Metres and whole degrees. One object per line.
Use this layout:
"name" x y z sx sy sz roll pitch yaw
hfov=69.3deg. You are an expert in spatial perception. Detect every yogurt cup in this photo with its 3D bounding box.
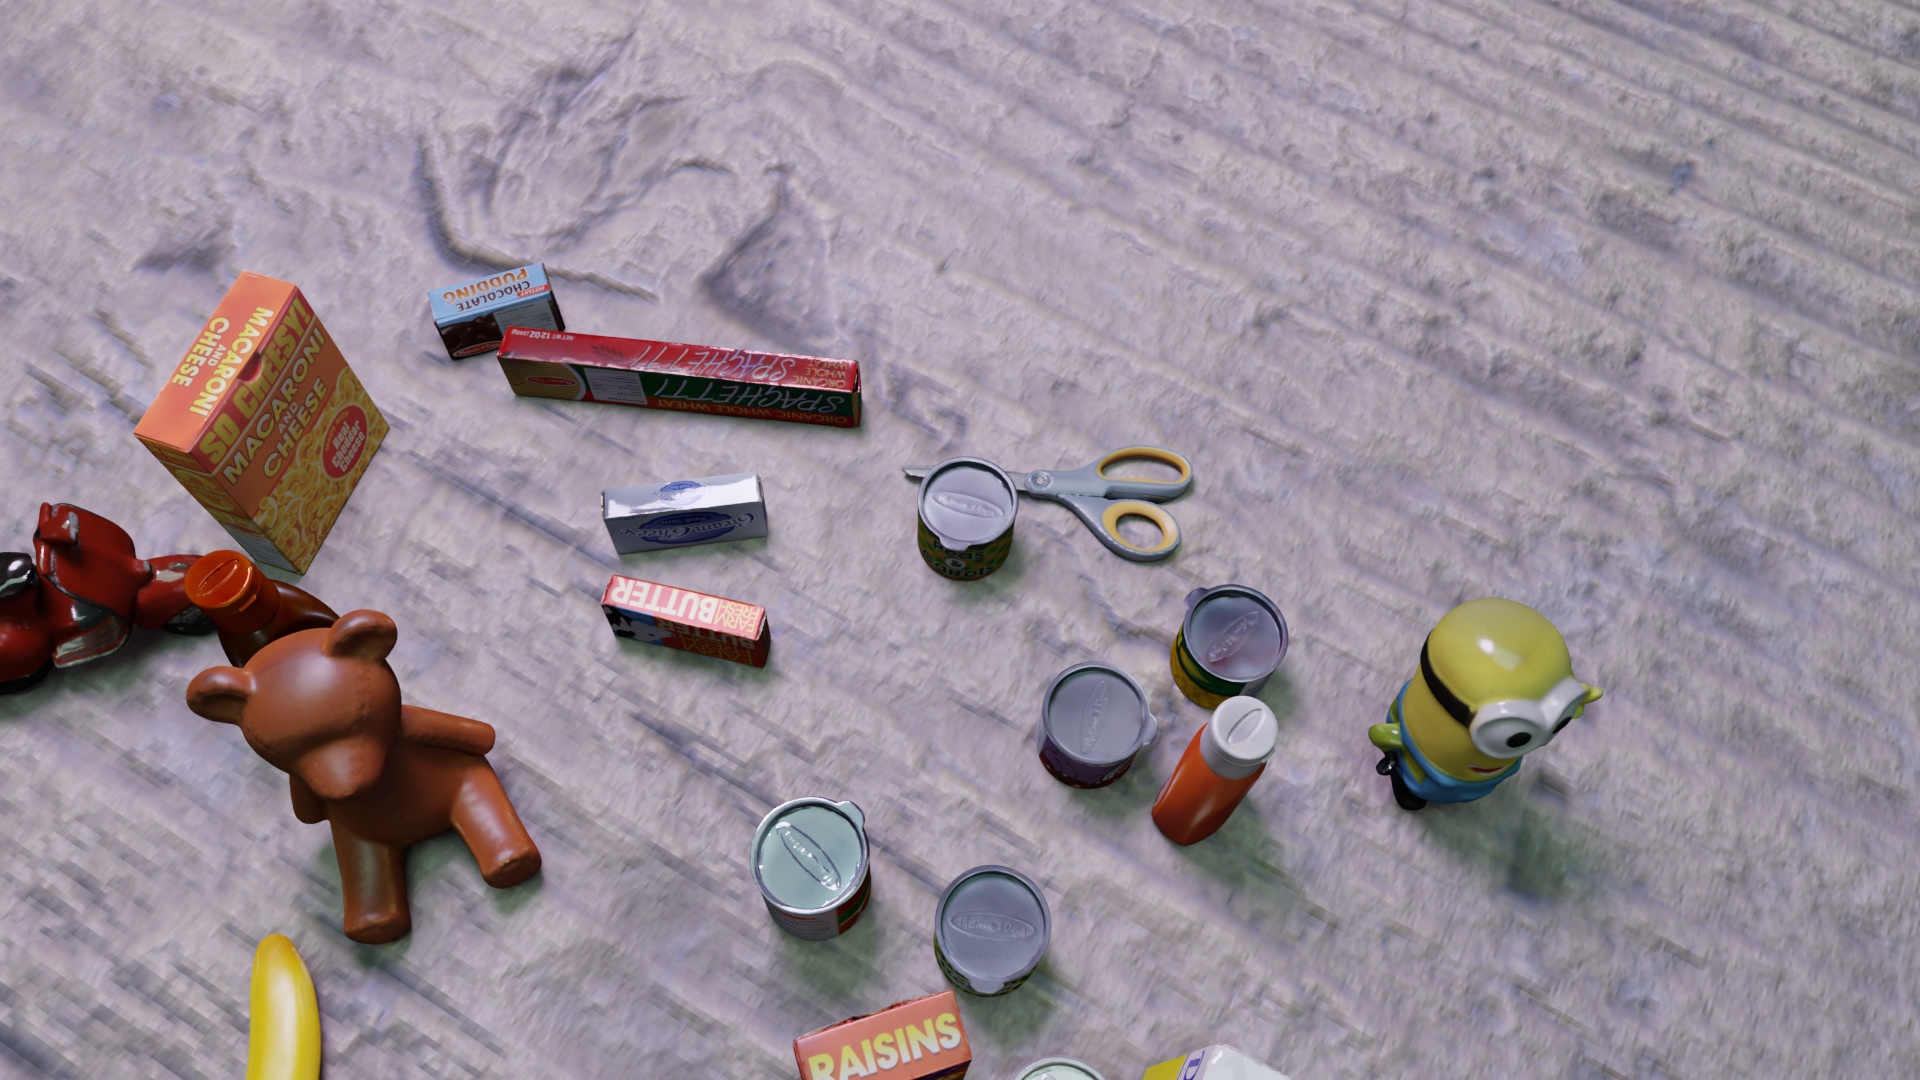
"yogurt cup" 0.053 0.322 0.765 0.072 0.053 0.072 1 64 -2

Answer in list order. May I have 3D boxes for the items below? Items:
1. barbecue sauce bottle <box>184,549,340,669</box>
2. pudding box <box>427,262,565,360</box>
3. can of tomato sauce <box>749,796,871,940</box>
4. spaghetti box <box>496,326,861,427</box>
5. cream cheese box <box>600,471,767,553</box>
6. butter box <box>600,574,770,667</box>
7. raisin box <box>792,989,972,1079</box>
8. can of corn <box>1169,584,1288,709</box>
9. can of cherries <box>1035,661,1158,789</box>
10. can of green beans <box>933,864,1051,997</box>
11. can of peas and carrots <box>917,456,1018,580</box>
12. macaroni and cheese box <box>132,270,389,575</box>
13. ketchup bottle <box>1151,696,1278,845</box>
"barbecue sauce bottle" -0.409 0.053 0.825 0.044 0.148 0.065 35 67 14
"pudding box" -0.331 -0.164 0.993 0.084 0.049 0.030 -18 66 -11
"can of tomato sauce" -0.084 0.191 0.808 0.071 0.082 0.071 1 64 -2
"spaghetti box" -0.192 -0.114 0.974 0.250 0.050 0.029 6 64 0
"cream cheese box" -0.182 -0.018 0.925 0.104 0.053 0.024 -7 64 -6
"butter box" -0.174 0.052 0.890 0.103 0.053 0.024 12 64 3
"raisin box" -0.041 0.279 0.743 0.086 0.123 0.040 -14 65 -9
"can of corn" 0.169 0.068 0.895 0.071 0.058 0.071 1 64 -2
"can of cherries" 0.084 0.118 0.866 0.071 0.058 0.072 1 64 -2
"can of green beans" 0.017 0.228 0.808 0.071 0.057 0.071 1 64 -2
"can of peas and carrots" 0.003 -0.012 0.927 0.071 0.058 0.071 1 64 -2
"macaroni and cheese box" -0.431 -0.070 0.876 0.040 0.165 0.124 16 64 5
"ketchup bottle" 0.151 0.133 0.811 0.043 0.148 0.065 42 69 16
